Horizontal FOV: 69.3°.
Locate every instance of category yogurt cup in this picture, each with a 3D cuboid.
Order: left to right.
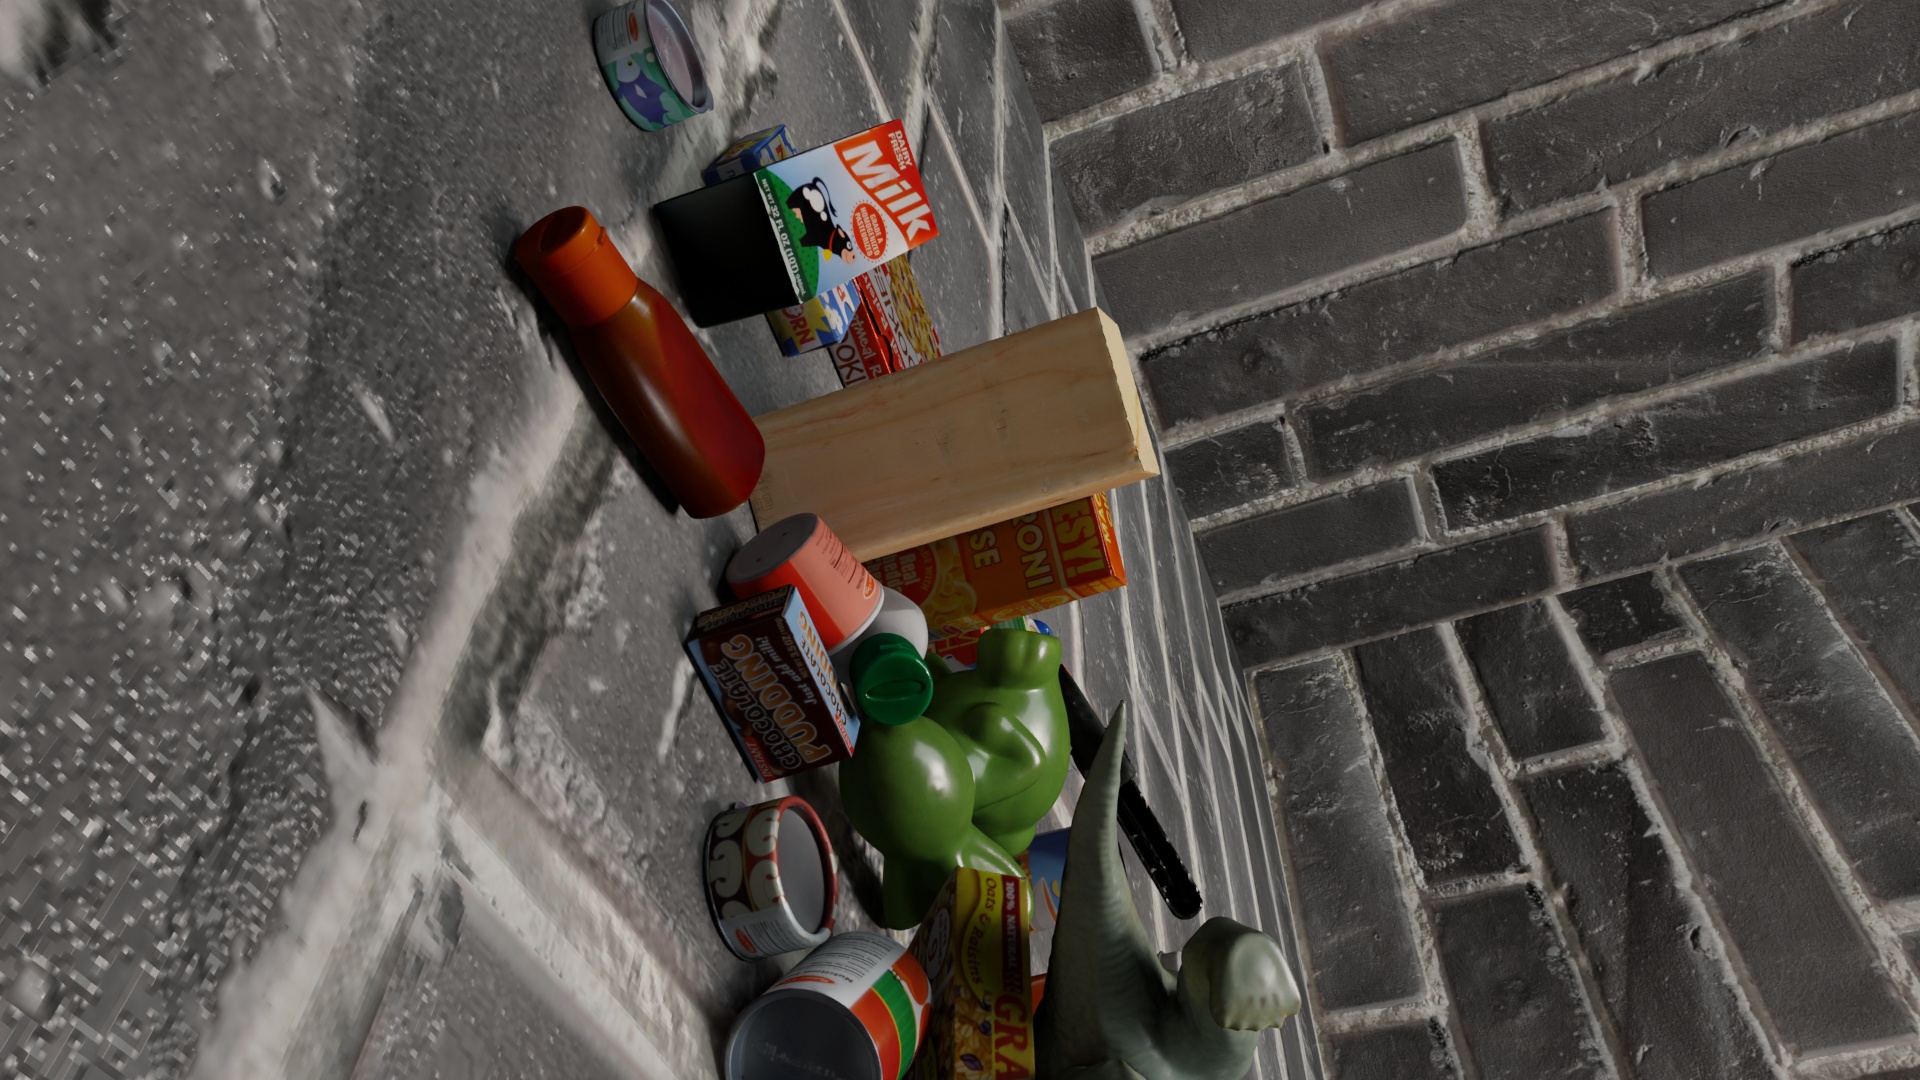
[{"bbox_3d":[-0.080,0.023,0.691,0.053,0.072,0.073,58,19,-24],"label":"yogurt cup"}]

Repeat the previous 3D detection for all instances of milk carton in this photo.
[{"bbox_3d":[-0.077,-0.187,0.789,0.191,0.073,0.072,-41,117,-52],"label":"milk carton"}]

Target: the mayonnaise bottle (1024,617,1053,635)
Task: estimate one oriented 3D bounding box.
[{"bbox_3d":[0.046,0.092,1.132,0.148,0.041,0.064,-22,97,-75],"label":"mayonnaise bottle"}]

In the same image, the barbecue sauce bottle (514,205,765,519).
[{"bbox_3d":[-0.140,-0.079,0.617,0.065,0.043,0.148,-92,160,-45],"label":"barbecue sauce bottle"}]

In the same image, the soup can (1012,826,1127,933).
[{"bbox_3d":[0.068,0.237,0.966,0.071,0.083,0.071,-18,91,-76],"label":"soup can"}]

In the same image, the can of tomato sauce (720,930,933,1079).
[{"bbox_3d":[-0.052,0.208,0.578,0.083,0.071,0.071,-2,76,-76],"label":"can of tomato sauce"}]

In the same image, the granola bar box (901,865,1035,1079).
[{"bbox_3d":[-0.005,0.253,0.630,0.166,0.039,0.123,-90,-162,-49],"label":"granola bar box"}]

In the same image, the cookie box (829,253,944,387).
[{"bbox_3d":[-0.059,-0.160,1.022,0.168,0.040,0.122,-75,146,-64],"label":"cookie box"}]

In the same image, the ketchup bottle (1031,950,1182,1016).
[{"bbox_3d":[0.052,0.255,0.750,0.064,0.149,0.044,51,25,-58],"label":"ketchup bottle"}]

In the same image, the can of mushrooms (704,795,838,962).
[{"bbox_3d":[-0.081,0.144,0.606,0.071,0.033,0.071,-18,91,-75],"label":"can of mushrooms"}]

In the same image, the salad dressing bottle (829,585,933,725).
[{"bbox_3d":[-0.044,0.057,0.720,0.148,0.064,0.044,-137,-138,-76],"label":"salad dressing bottle"}]

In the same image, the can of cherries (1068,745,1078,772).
[{"bbox_3d":[0.068,0.154,1.111,0.071,0.058,0.071,-17,91,-76],"label":"can of cherries"}]

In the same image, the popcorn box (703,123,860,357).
[{"bbox_3d":[-0.109,-0.188,0.868,0.085,0.038,0.126,-80,150,-63],"label":"popcorn box"}]

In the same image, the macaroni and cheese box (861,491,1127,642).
[{"bbox_3d":[0.003,-0.010,0.829,0.040,0.166,0.124,35,41,-68],"label":"macaroni and cheese box"}]

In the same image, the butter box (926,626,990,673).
[{"bbox_3d":[-0.005,0.076,0.934,0.024,0.053,0.104,56,23,-56],"label":"butter box"}]

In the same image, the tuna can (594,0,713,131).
[{"bbox_3d":[-0.164,-0.254,0.745,0.071,0.033,0.071,-18,91,-76],"label":"tuna can"}]

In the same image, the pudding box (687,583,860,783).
[{"bbox_3d":[-0.086,0.067,0.644,0.030,0.049,0.083,-81,152,-63],"label":"pudding box"}]

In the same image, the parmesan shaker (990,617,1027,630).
[{"bbox_3d":[0.023,0.103,0.990,0.071,0.071,0.103,11,62,-74],"label":"parmesan shaker"}]
